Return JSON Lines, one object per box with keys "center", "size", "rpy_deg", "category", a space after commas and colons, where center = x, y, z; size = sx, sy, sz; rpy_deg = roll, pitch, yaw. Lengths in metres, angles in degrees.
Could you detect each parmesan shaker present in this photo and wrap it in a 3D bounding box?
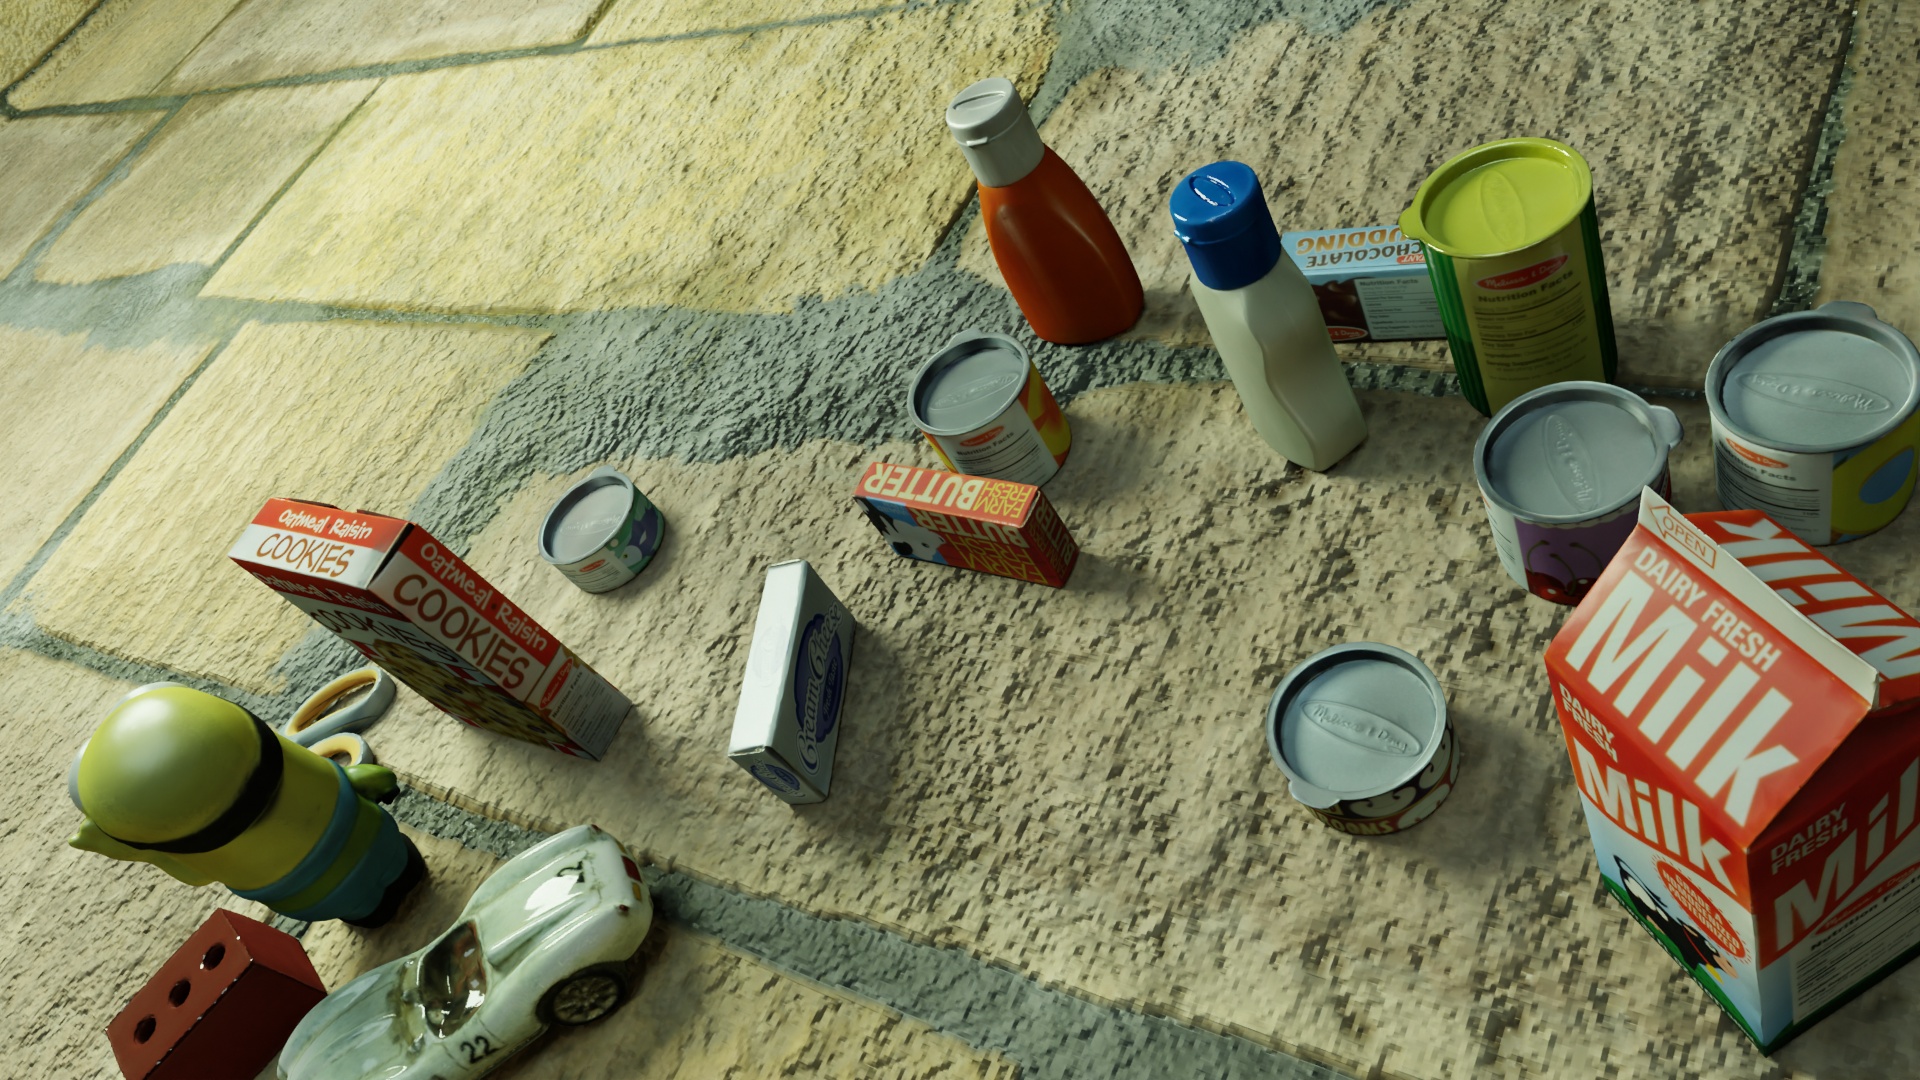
{"center": [0.228, -0.104, 0.574], "size": [0.071, 0.102, 0.072], "rpy_deg": [-17, 48, 19], "category": "parmesan shaker"}

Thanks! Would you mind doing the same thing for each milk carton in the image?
{"center": [0.219, 0.062, 0.379], "size": [0.073, 0.190, 0.072], "rpy_deg": [-35, 44, 2], "category": "milk carton"}

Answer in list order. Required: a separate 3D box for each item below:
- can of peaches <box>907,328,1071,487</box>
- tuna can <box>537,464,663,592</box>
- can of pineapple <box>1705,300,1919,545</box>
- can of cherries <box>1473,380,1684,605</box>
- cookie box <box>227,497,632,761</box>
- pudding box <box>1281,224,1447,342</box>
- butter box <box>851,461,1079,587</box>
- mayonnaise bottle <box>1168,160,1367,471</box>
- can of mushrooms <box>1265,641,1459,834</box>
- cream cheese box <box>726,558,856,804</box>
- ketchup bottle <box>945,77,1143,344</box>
{"center": [0.016, -0.063, 0.699], "size": [0.071, 0.058, 0.071], "rpy_deg": [-16, 48, 19], "category": "can of peaches"}
{"center": [-0.207, -0.007, 0.804], "size": [0.071, 0.032, 0.071], "rpy_deg": [-16, 48, 19], "category": "tuna can"}
{"center": [0.311, -0.041, 0.504], "size": [0.071, 0.057, 0.071], "rpy_deg": [-16, 48, 19], "category": "can of pineapple"}
{"center": [0.237, -0.017, 0.528], "size": [0.071, 0.058, 0.072], "rpy_deg": [-16, 48, 19], "category": "can of cherries"}
{"center": [-0.263, 0.045, 0.699], "size": [0.123, 0.167, 0.040], "rpy_deg": [7, 59, 35], "category": "cookie box"}
{"center": [0.191, -0.119, 0.646], "size": [0.083, 0.049, 0.030], "rpy_deg": [3, 56, 33], "category": "pudding box"}
{"center": [0.002, -0.008, 0.665], "size": [0.103, 0.053, 0.024], "rpy_deg": [11, 61, 37], "category": "butter box"}
{"center": [0.130, -0.094, 0.592], "size": [0.041, 0.147, 0.065], "rpy_deg": [-38, 44, -1], "category": "mayonnaise bottle"}
{"center": [0.150, 0.076, 0.521], "size": [0.071, 0.033, 0.071], "rpy_deg": [-16, 48, 19], "category": "can of mushrooms"}
{"center": [-0.077, 0.066, 0.651], "size": [0.024, 0.053, 0.104], "rpy_deg": [-12, 49, 23], "category": "cream cheese box"}
{"center": [0.040, -0.163, 0.703], "size": [0.064, 0.148, 0.044], "rpy_deg": [-3, 53, 29], "category": "ketchup bottle"}
